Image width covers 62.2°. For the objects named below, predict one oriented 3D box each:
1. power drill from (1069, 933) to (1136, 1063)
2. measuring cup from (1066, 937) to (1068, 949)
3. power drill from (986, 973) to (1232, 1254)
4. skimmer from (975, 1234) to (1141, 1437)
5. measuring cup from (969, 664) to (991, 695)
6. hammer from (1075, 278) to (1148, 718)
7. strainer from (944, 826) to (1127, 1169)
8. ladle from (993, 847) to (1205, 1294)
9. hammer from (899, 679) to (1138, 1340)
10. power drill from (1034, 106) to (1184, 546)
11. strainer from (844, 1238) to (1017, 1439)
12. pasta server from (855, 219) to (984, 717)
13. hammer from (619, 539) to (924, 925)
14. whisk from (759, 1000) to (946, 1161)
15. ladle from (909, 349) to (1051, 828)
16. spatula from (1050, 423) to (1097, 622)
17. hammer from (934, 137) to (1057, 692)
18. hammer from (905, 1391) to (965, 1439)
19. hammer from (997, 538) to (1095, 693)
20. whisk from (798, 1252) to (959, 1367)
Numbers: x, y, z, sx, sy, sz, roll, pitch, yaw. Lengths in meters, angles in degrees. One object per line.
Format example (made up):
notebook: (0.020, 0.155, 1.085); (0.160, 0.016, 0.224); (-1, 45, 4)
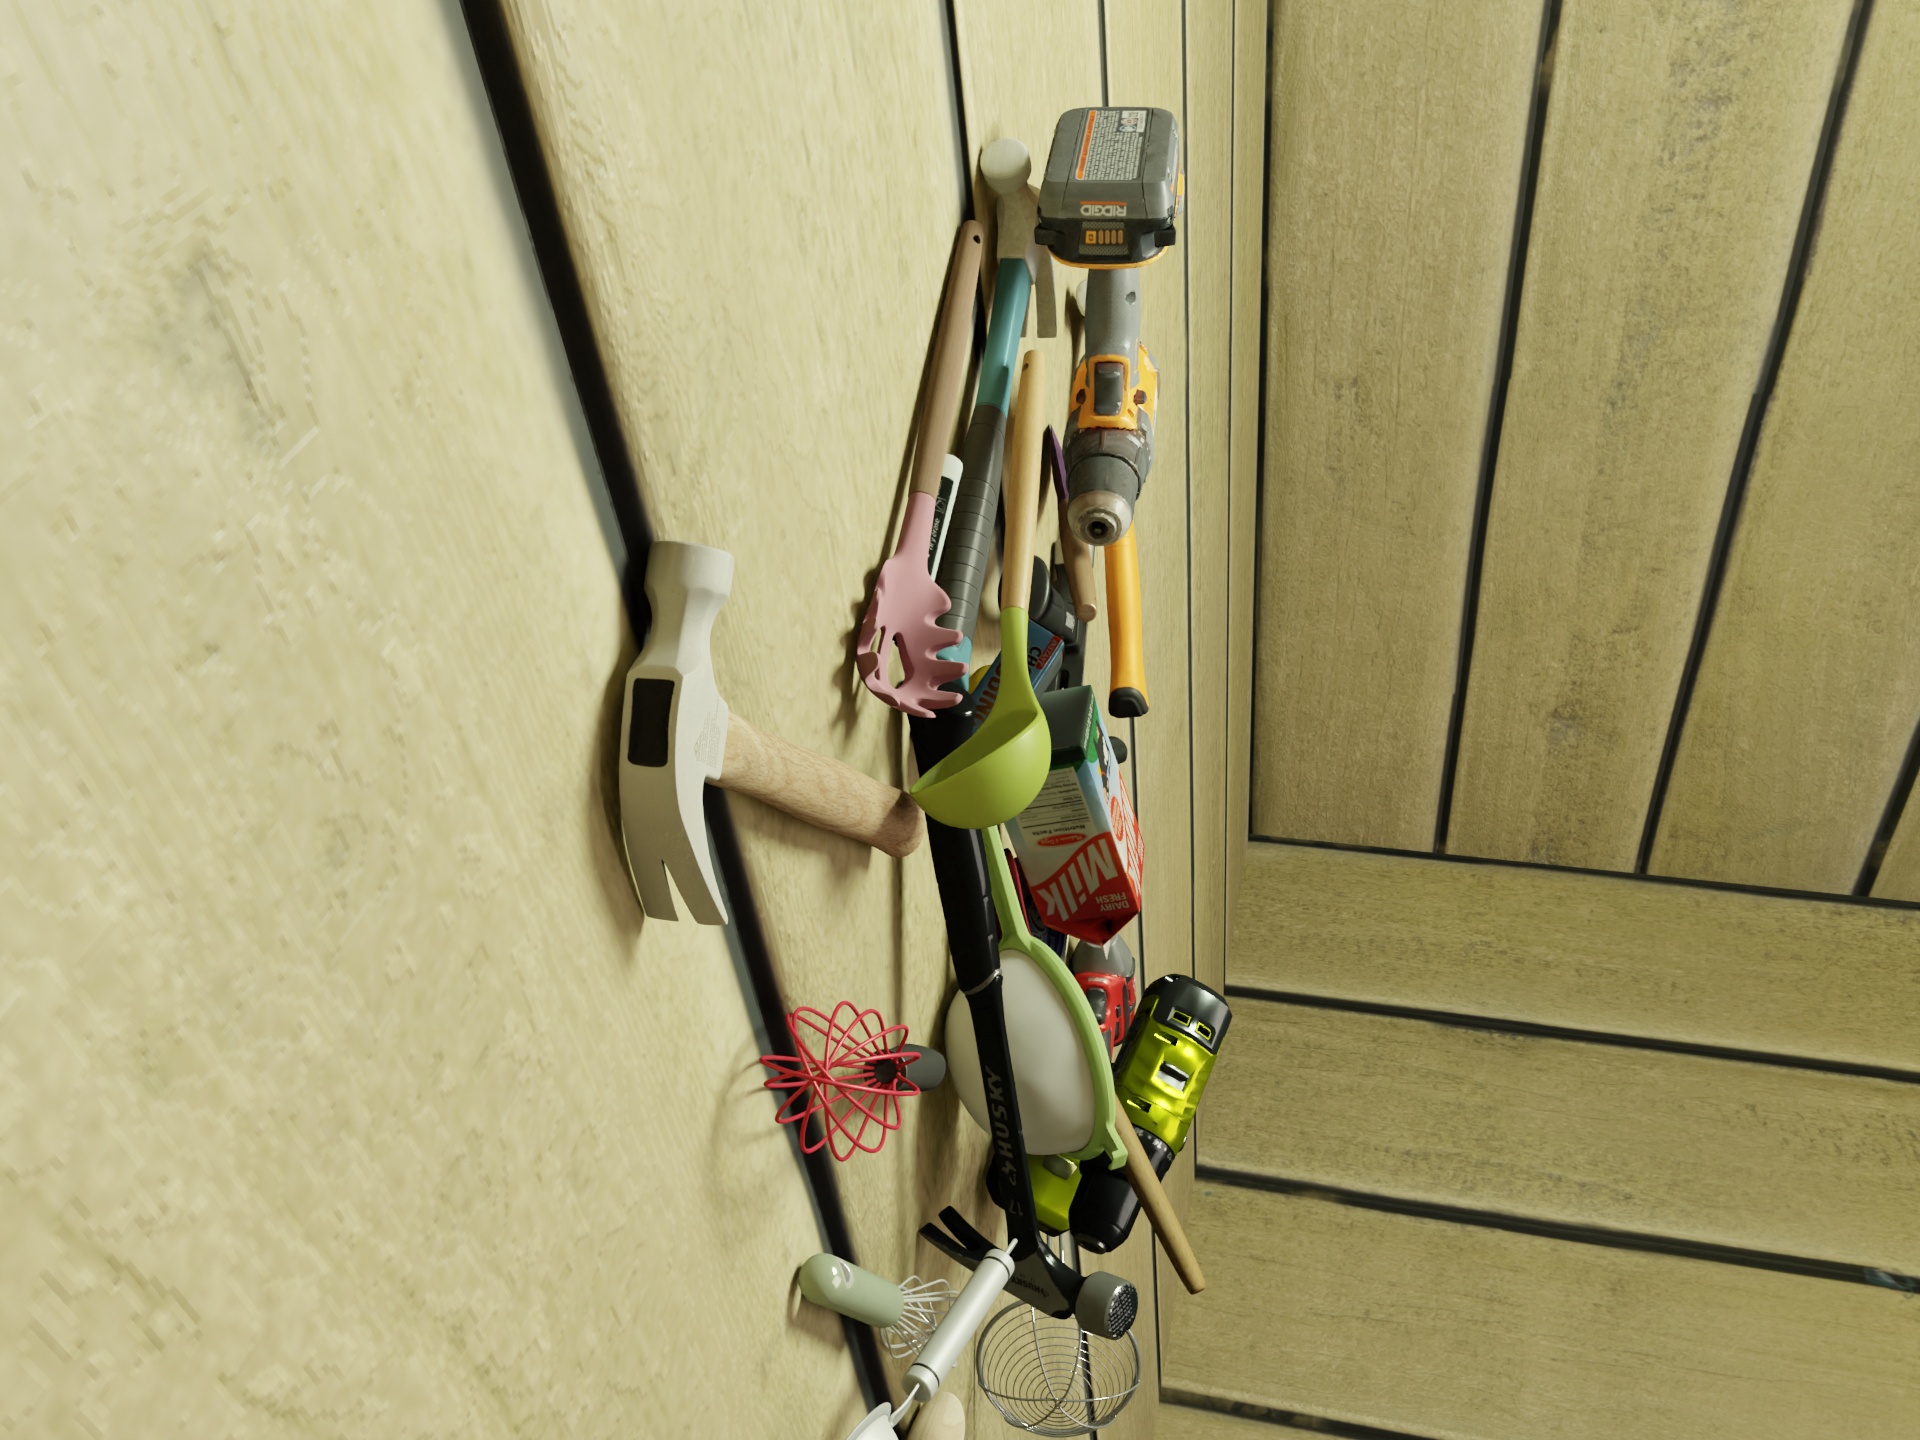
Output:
power drill: (0.118, 0.291, 1.432); (0.220, 0.078, 0.143); (-72, 161, -50)
measuring cup: (0.070, 0.141, 1.268); (0.168, 0.038, 0.083); (-63, 154, -60)
power drill: (0.098, 0.295, 1.129); (0.191, 0.080, 0.228); (-61, -176, -30)
skimmer: (0.074, 0.375, 1.270); (0.090, 0.127, 0.364); (78, 11, -67)
measuring cup: (-0.002, -0.003, 0.980); (0.156, 0.029, 0.062); (-13, 110, -63)
hammer: (0.124, -0.169, 1.261); (0.127, 0.034, 0.337); (16, 70, -78)
strainer: (0.019, 0.167, 1.014); (0.151, 0.069, 0.256); (-7, -81, 66)
ladle: (0.080, 0.220, 1.031); (0.069, 0.031, 0.316); (93, -26, -58)
hammer: (0.012, 0.169, 0.934); (0.036, 0.149, 0.408); (-27, 115, -45)
power drill: (0.091, -0.237, 0.985); (0.185, 0.084, 0.226); (-78, 168, -45)
strainer: (-0.023, 0.360, 0.848); (0.258, 0.050, 0.086); (-40, 152, -55)
pasta server: (-0.011, -0.143, 0.849); (0.060, 0.040, 0.316); (26, 61, -33)
hammer: (-0.069, 0.030, 0.696); (0.331, 0.031, 0.130); (39, 57, -73)
whisk: (-0.041, 0.179, 0.807); (0.295, 0.073, 0.073); (54, 43, -77)
ladle: (0.022, -0.085, 0.866); (0.062, 0.078, 0.320); (28, 53, -34)
spatula: (0.075, -0.133, 1.075); (0.316, 0.018, 0.059); (-90, 166, -64)
hammer: (0.015, -0.171, 0.953); (0.128, 0.033, 0.331); (55, 42, -67)
hammer: (-0.062, 0.473, 0.867); (0.410, 0.038, 0.146); (-21, 114, -75)
hammer: (0.062, -0.069, 1.106); (0.334, 0.035, 0.146); (-1, 96, -81)
whisk: (-0.042, 0.327, 0.888); (0.058, 0.059, 0.246); (61, 0, 30)
